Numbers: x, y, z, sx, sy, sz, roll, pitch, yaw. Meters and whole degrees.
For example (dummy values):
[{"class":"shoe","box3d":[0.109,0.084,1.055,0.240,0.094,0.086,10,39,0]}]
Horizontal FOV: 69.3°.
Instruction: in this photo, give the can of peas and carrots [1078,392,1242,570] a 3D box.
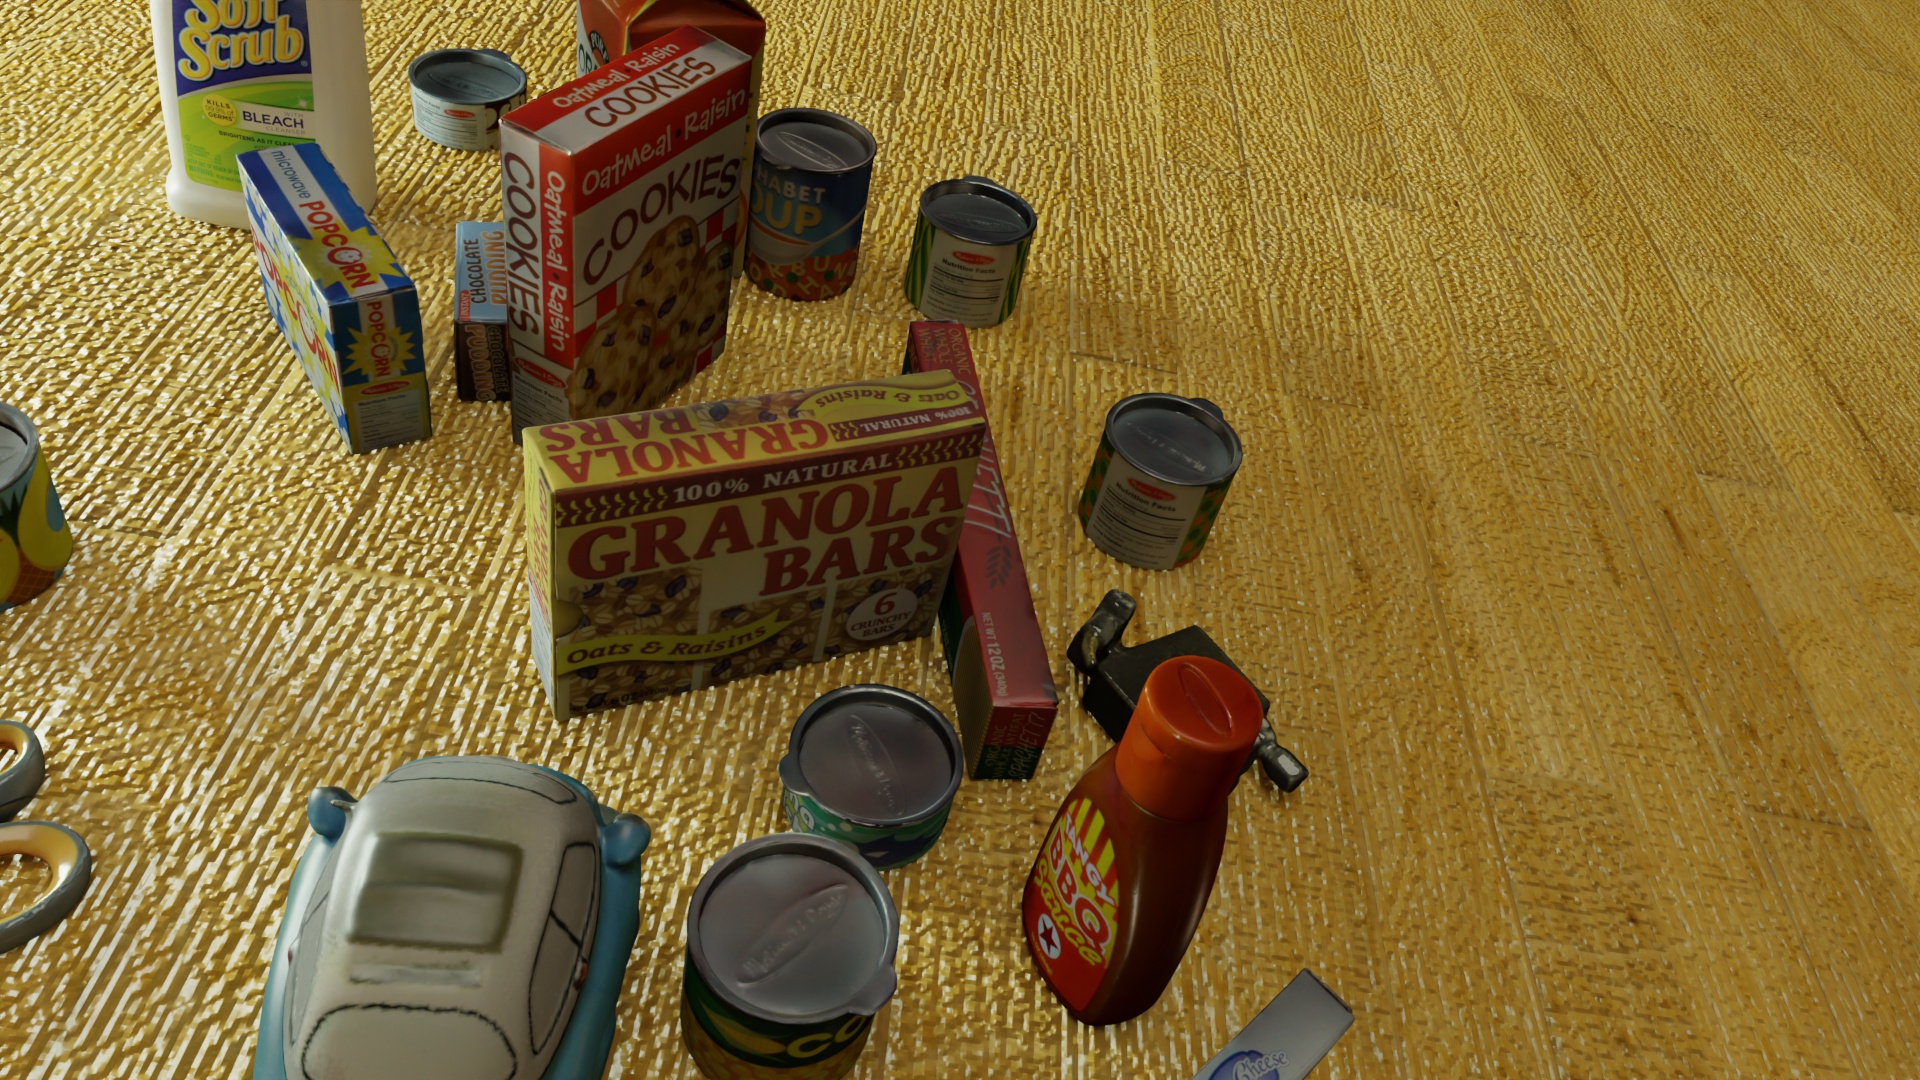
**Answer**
[{"class":"can of peas and carrots","box3d":[0.096,-0.030,0.669,0.071,0.058,0.071,8,43,-7]}]

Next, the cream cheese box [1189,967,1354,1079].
[{"class":"cream cheese box","box3d":[0.081,0.186,0.445,0.104,0.053,0.024,-28,57,-36]}]

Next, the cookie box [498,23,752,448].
[{"class":"cookie box","box3d":[-0.151,-0.131,0.628,0.040,0.166,0.123,27,44,13]}]

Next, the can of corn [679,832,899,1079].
[{"class":"can of corn","box3d":[-0.055,0.141,0.451,0.071,0.058,0.071,8,43,-7]}]

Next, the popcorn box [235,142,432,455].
[{"class":"popcorn box","box3d":[-0.284,-0.111,0.631,0.038,0.084,0.127,-20,53,-32]}]

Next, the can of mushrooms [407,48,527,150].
[{"class":"can of mushrooms","box3d":[-0.290,-0.263,0.824,0.071,0.033,0.071,8,43,-7]}]

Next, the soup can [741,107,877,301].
[{"class":"soup can","box3d":[-0.086,-0.182,0.759,0.071,0.083,0.072,8,43,-7]}]

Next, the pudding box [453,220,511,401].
[{"class":"pudding box","box3d":[-0.229,-0.112,0.673,0.030,0.049,0.084,-2,45,-17]}]

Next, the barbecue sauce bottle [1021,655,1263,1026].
[{"class":"barbecue sauce bottle","box3d":[0.059,0.099,0.460,0.044,0.147,0.065,-9,48,-23]}]

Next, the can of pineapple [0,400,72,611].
[{"class":"can of pineapple","box3d":[-0.377,-0.011,0.521,0.071,0.057,0.071,8,43,-7]}]

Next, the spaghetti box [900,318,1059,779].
[{"class":"spaghetti box","box3d":[0.002,-0.008,0.627,0.029,0.049,0.251,2,45,-14]}]

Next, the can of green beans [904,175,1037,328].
[{"class":"can of green beans","box3d":[0.005,-0.161,0.782,0.071,0.057,0.071,8,43,-7]}]

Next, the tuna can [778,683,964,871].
[{"class":"tuna can","box3d":[-0.036,0.090,0.527,0.071,0.032,0.071,8,43,-7]}]

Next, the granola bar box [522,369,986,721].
[{"class":"granola bar box","box3d":[-0.080,0.002,0.541,0.166,0.123,0.039,-11,49,-25]}]

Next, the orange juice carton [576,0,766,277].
[{"class":"orange juice carton","box3d":[-0.150,-0.229,0.711,0.073,0.191,0.072,-14,50,-28]}]
